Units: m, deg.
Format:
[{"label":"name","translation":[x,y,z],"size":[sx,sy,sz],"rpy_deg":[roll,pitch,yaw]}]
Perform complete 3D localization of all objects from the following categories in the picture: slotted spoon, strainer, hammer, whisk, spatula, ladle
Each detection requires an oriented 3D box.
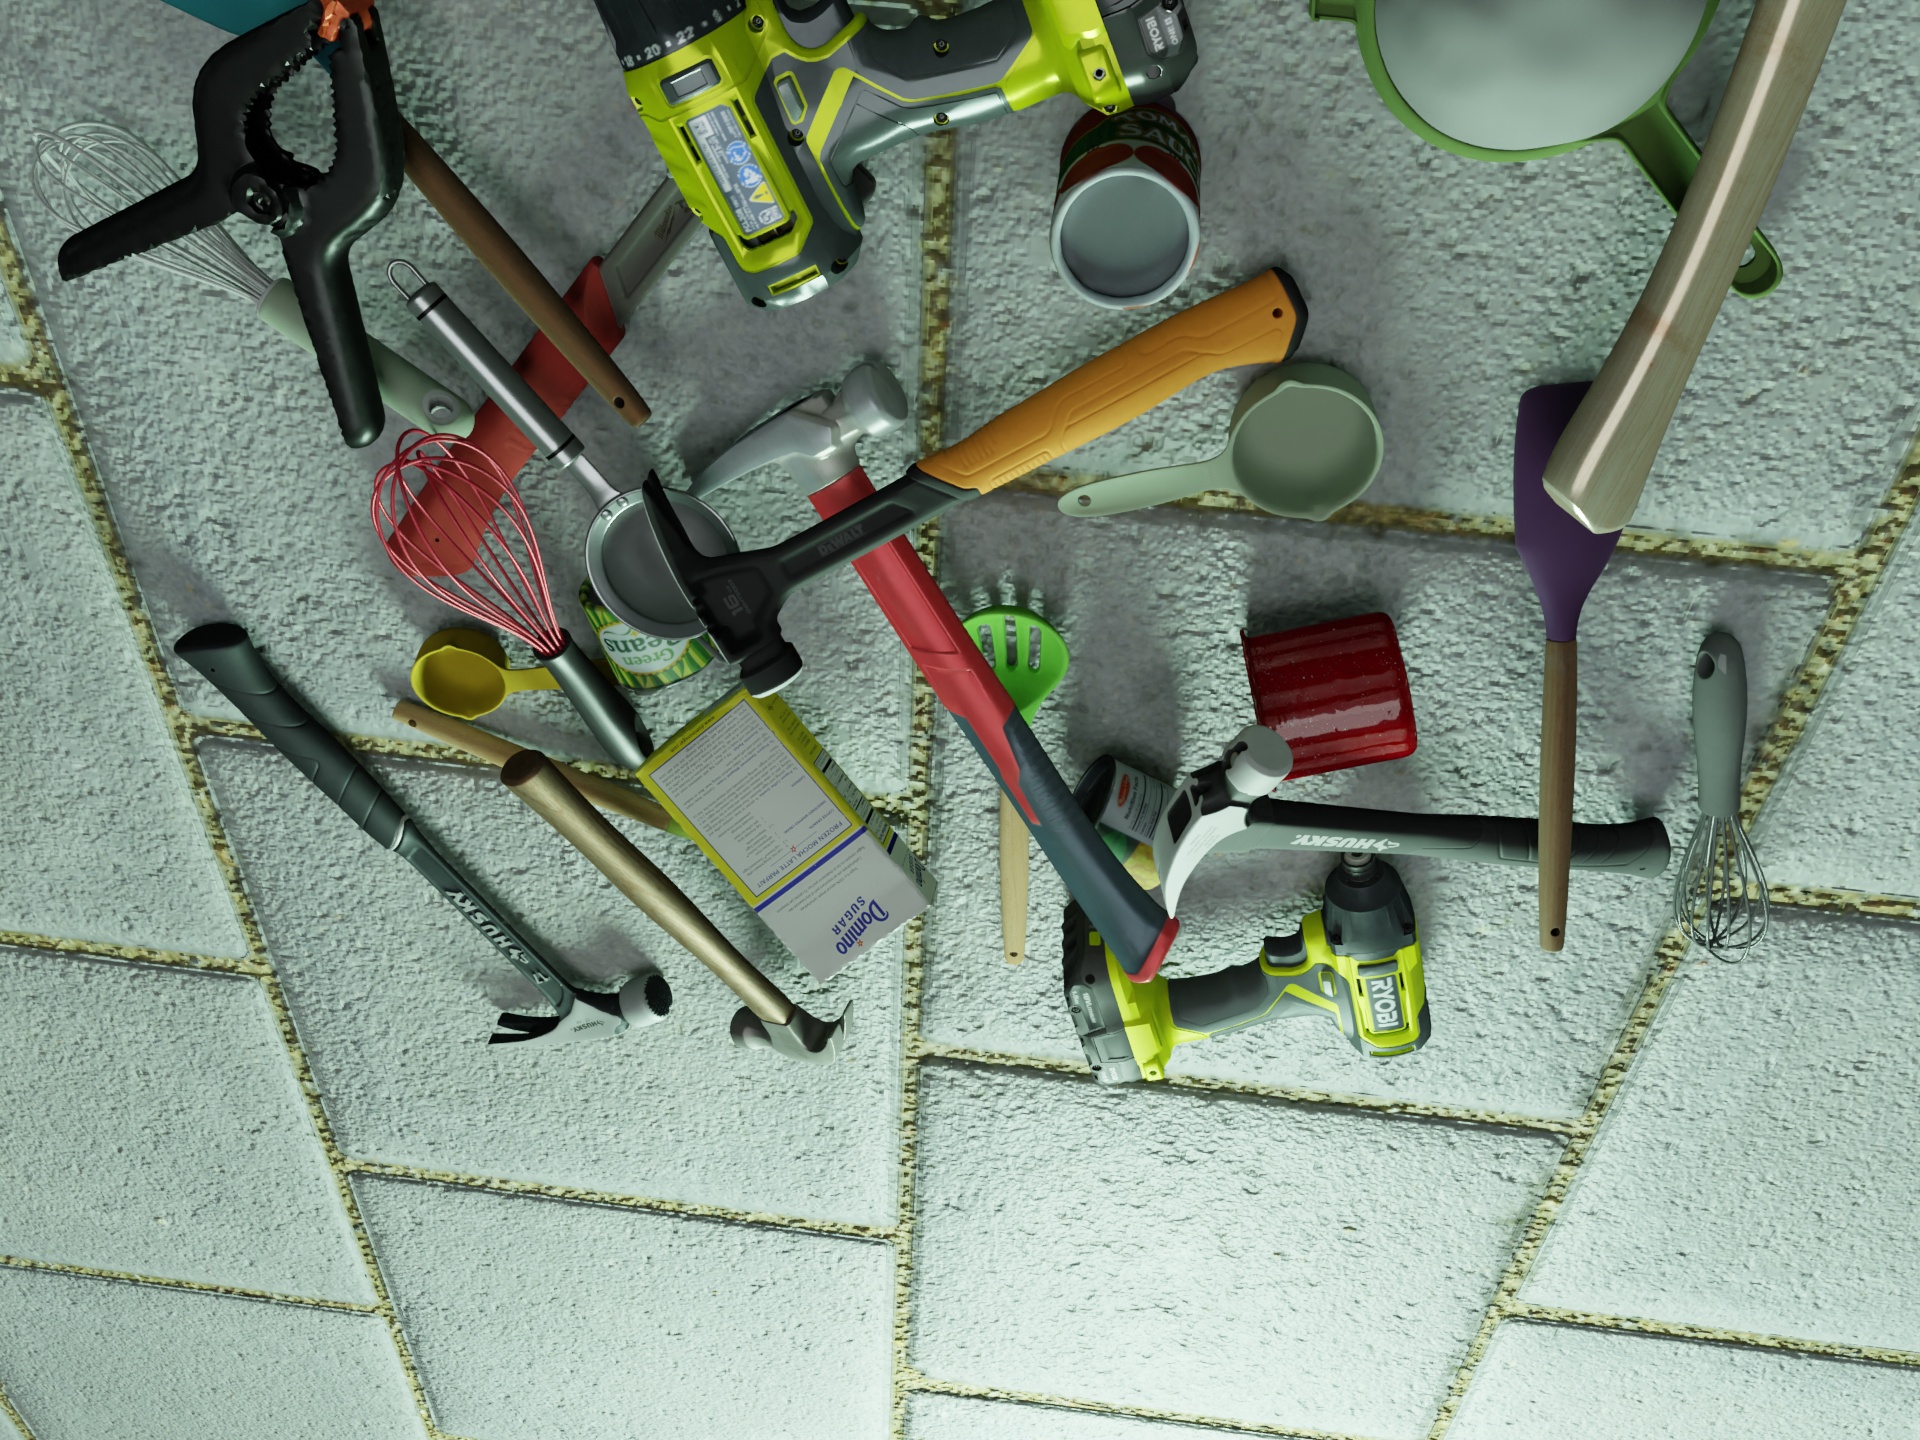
[{"label":"slotted spoon","translation":[0.032,0.047,0.992],"size":[0.070,0.031,0.313],"rpy_deg":[3,132,6]},{"label":"strainer","translation":[0.278,-0.261,0.669],"size":[0.256,0.069,0.151],"rpy_deg":[40,124,-21]},{"label":"hammer","translation":[-0.001,-0.003,0.893],"size":[0.143,0.038,0.386],"rpy_deg":[-24,109,28]},{"label":"whisk","translation":[-0.237,-0.053,0.886],"size":[0.073,0.073,0.295],"rpy_deg":[-6,146,13]},{"label":"hammer","translation":[0.010,-0.137,0.786],"size":[0.337,0.034,0.127],"rpy_deg":[-26,111,9]},{"label":"whisk","translation":[-0.353,-0.217,0.799],"size":[0.246,0.058,0.059],"rpy_deg":[35,163,-10]},{"label":"spatula","translation":[-0.260,-0.259,0.742],"size":[0.082,0.044,0.317],"rpy_deg":[-35,103,30]},{"label":"hammer","translation":[-0.372,0.090,1.083],"size":[0.149,0.036,0.408],"rpy_deg":[-20,124,24]},{"label":"hammer","translation":[-0.179,0.131,1.036],"size":[0.130,0.031,0.331],"rpy_deg":[1,141,39]},{"label":"hammer","translation":[-0.208,-0.198,0.816],"size":[0.149,0.037,0.359],"rpy_deg":[36,125,-21]},{"label":"hammer","translation":[0.266,0.068,0.902],"size":[0.334,0.035,0.146],"rpy_deg":[5,143,-22]},{"label":"strainer","translation":[-0.196,-0.133,0.819],"size":[0.087,0.050,0.258],"rpy_deg":[-32,114,21]},{"label":"spatula","translation":[0.319,-0.020,0.840],"size":[0.060,0.018,0.315],"rpy_deg":[-4,110,5]},{"label":"whisk","translation":[0.441,0.050,0.922],"size":[0.055,0.055,0.238],"rpy_deg":[-8,124,15]},{"label":"ladle","translation":[-0.215,0.062,1.022],"size":[0.320,0.062,0.078],"rpy_deg":[23,124,-8]},{"label":"hammer","translation":[0.332,-0.260,0.634],"size":[0.146,0.038,0.410],"rpy_deg":[-7,130,-19]}]

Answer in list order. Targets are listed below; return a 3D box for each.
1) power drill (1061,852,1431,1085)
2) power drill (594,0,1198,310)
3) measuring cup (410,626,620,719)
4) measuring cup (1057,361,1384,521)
[{"label":"power drill","translation":[0.184,0.158,1.033],"size":[0.223,0.080,0.171],"rpy_deg":[-11,128,12]},{"label":"power drill","translation":[-0.035,-0.299,0.659],"size":[0.228,0.080,0.190],"rpy_deg":[-20,121,14]},{"label":"measuring cup","translation":[-0.254,-0.035,0.972],"size":[0.156,0.029,0.062],"rpy_deg":[-4,135,-4]},{"label":"measuring cup","translation":[0.131,-0.136,0.818],"size":[0.167,0.038,0.083],"rpy_deg":[-11,127,19]}]
